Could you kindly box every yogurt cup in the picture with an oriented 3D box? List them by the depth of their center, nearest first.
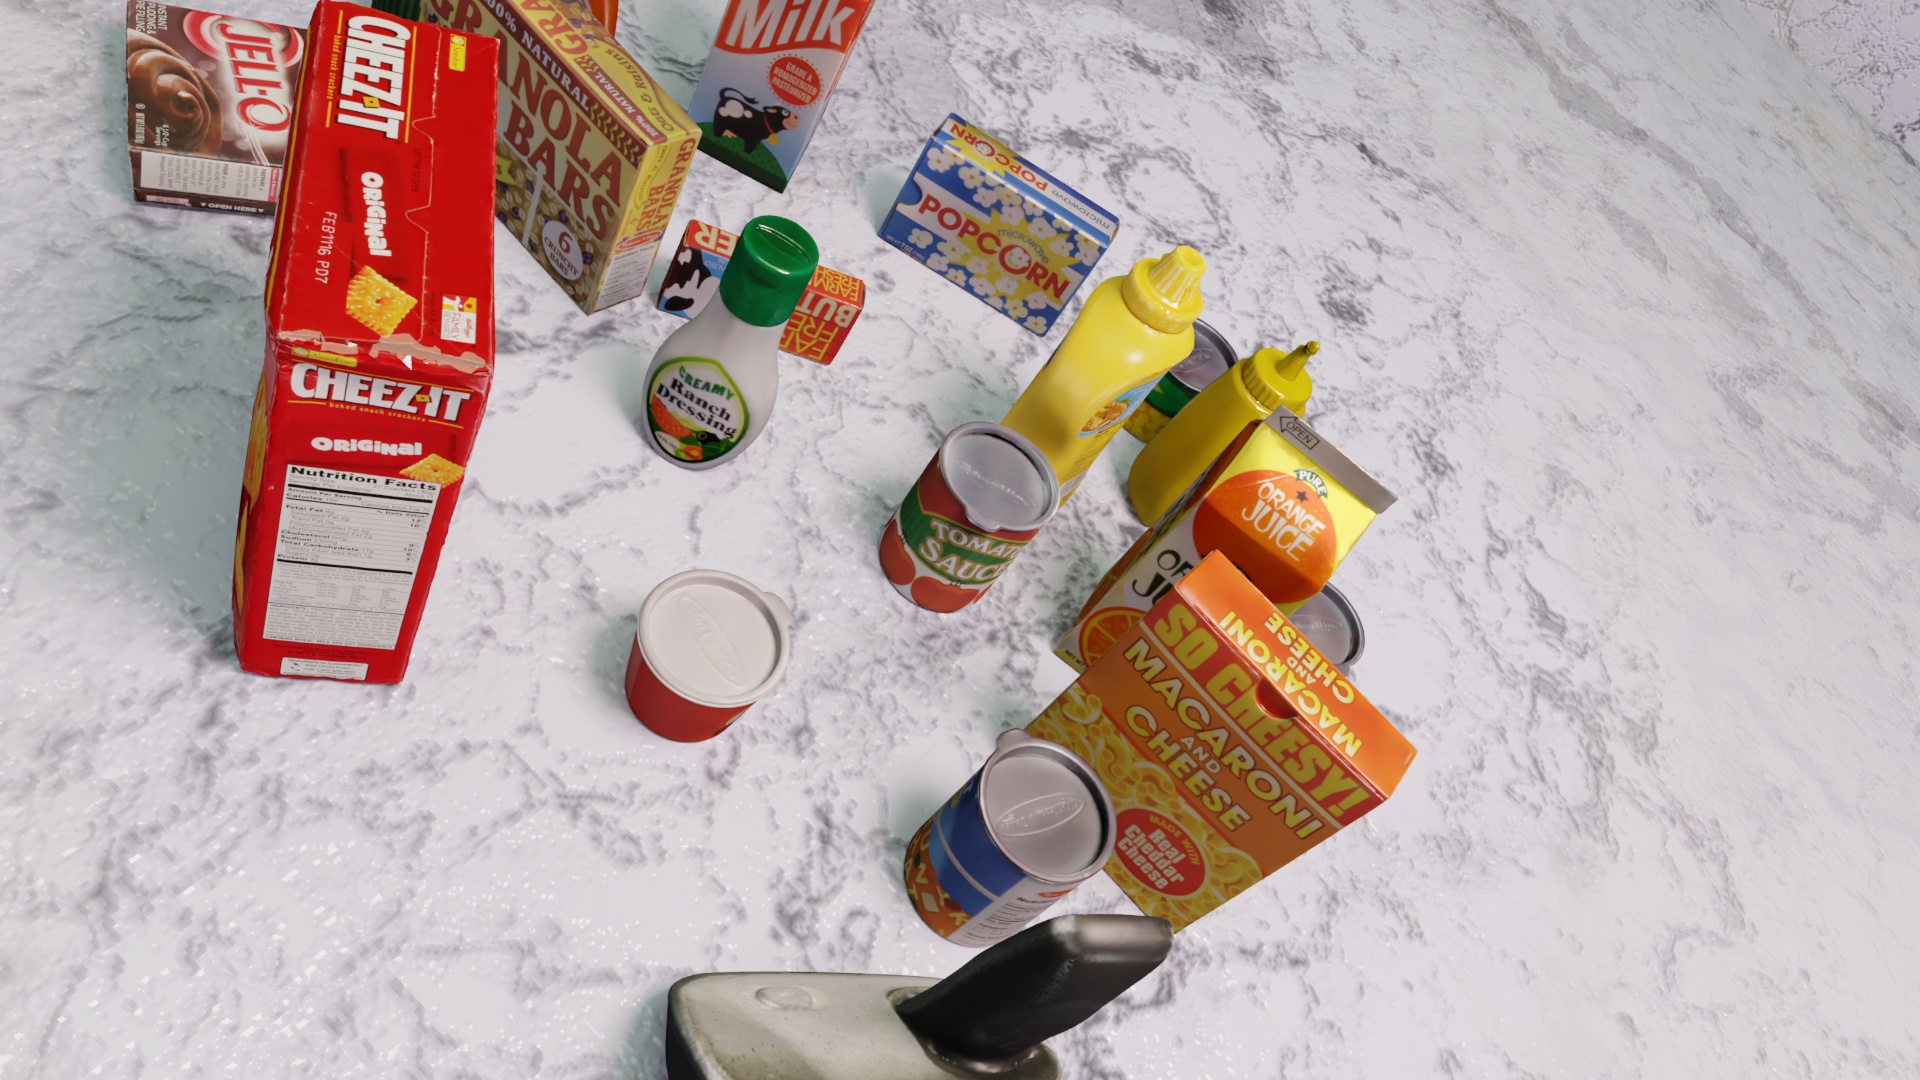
[{"bbox_3d":[-0.116,0.054,0.619,0.072,0.053,0.073,16,50,-20],"label":"yogurt cup"}]

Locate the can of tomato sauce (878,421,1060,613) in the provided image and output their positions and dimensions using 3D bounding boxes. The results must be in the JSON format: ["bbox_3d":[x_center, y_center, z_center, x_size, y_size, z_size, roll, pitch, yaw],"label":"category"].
[{"bbox_3d":[0.003,-0.009,0.716,0.071,0.082,0.071,16,50,-20],"label":"can of tomato sauce"}]

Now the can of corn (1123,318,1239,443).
[{"bbox_3d":[0.132,-0.103,0.879,0.071,0.058,0.071,16,50,-20],"label":"can of corn"}]

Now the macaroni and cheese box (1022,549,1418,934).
[{"bbox_3d":[0.106,0.099,0.637,0.124,0.165,0.040,46,47,8],"label":"macaroni and cheese box"}]

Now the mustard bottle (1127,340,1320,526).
[{"bbox_3d":[0.158,-0.065,0.795,0.065,0.159,0.049,-2,58,-31],"label":"mustard bottle"}]

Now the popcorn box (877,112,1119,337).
[{"bbox_3d":[0.024,-0.195,0.867,0.127,0.084,0.038,31,47,-7],"label":"popcorn box"}]

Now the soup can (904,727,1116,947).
[{"bbox_3d":[0.019,0.133,0.618,0.071,0.083,0.072,16,50,-20],"label":"soup can"}]

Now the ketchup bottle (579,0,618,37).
[{"bbox_3d":[-0.217,-0.305,0.766,0.065,0.148,0.044,17,50,-19],"label":"ketchup bottle"}]

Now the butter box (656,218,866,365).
[{"bbox_3d":[-0.109,-0.136,0.767,0.103,0.053,0.024,17,50,-19],"label":"butter box"}]

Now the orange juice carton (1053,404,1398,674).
[{"bbox_3d":[0.133,0.011,0.702,0.072,0.191,0.073,39,46,1],"label":"orange juice carton"}]

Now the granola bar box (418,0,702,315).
[{"bbox_3d":[-0.216,-0.218,0.717,0.165,0.123,0.039,47,47,9],"label":"granola bar box"}]

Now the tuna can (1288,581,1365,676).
[{"bbox_3d":[0.202,0.056,0.818,0.071,0.032,0.071,16,50,-20],"label":"tuna can"}]

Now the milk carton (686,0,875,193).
[{"bbox_3d":[-0.095,-0.304,0.808,0.073,0.189,0.073,26,48,-11],"label":"milk carton"}]

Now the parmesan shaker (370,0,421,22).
[{"bbox_3d":[-0.289,-0.321,0.768,0.071,0.102,0.071,16,50,-20],"label":"parmesan shaker"}]

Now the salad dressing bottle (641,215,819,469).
[{"bbox_3d":[-0.110,-0.093,0.669,0.064,0.147,0.044,32,47,-6],"label":"salad dressing bottle"}]
